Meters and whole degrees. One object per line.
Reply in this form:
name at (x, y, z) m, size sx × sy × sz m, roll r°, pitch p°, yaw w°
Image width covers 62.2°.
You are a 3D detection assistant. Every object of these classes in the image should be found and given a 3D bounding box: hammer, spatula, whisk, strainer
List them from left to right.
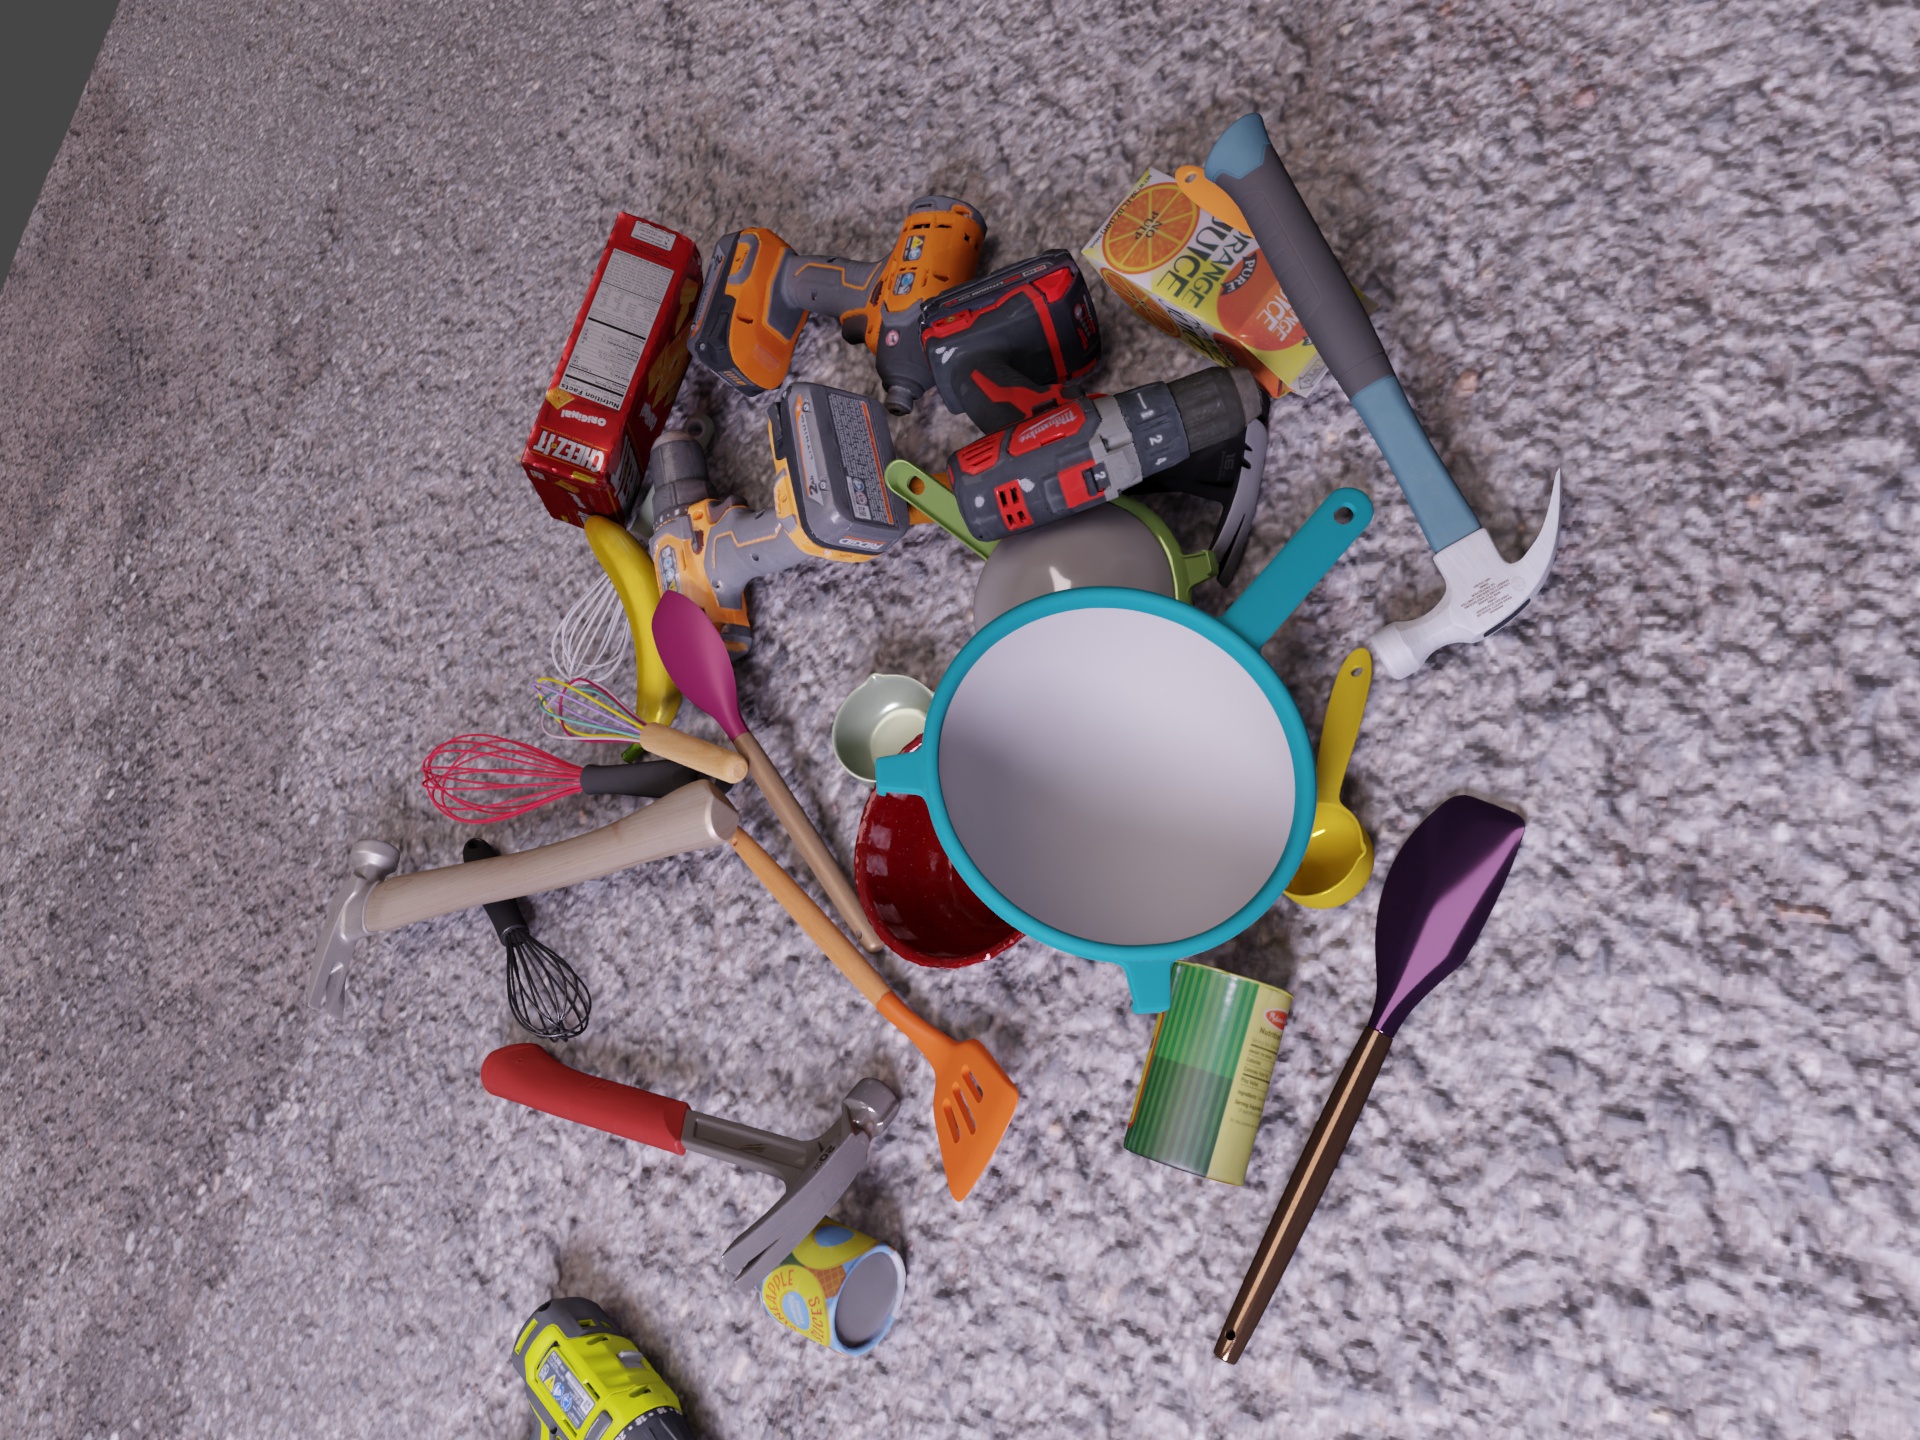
hammer at (-0.331, 0.122, 1.176) m, size 0.410 × 0.038 × 0.146 m, roll -16°, pitch 52°, yaw 31°
whisk at (-0.337, 0.161, 1.211) m, size 0.055 × 0.055 × 0.239 m, roll -51°, pitch 46°, yaw 8°
whisk at (-0.298, 0.044, 1.213) m, size 0.296 × 0.073 × 0.073 m, roll -1°, pitch 70°, yaw 26°
whisk at (-0.236, 0.009, 1.160) m, size 0.245 × 0.051 × 0.047 m, roll 17°, pitch 108°, yaw 41°
whisk at (-0.259, -0.139, 1.282) m, size 0.058 × 0.059 × 0.246 m, roll 24°, pitch 81°, yaw 4°
hammer at (-0.210, 0.267, 1.042) m, size 0.359 × 0.036 × 0.149 m, roll 1°, pitch 33°, yaw 41°
spatula at (-0.067, 0.161, 1.002) m, size 0.323 × 0.041 × 0.081 m, roll 41°, pitch 112°, yaw 36°
strainer at (0.025, -0.100, 0.989) m, size 0.257 × 0.069 × 0.151 m, roll 40°, pitch 109°, yaw 30°
hammer at (0.043, -0.148, 1.067) m, size 0.337 × 0.034 × 0.127 m, roll 1°, pitch 71°, yaw 37°
strainer at (0.120, -0.003, 0.896) m, size 0.211 × 0.095 × 0.340 m, roll 40°, pitch 67°, yaw 10°
spatula at (0.203, 0.183, 0.820) m, size 0.060 × 0.018 × 0.316 m, roll 22°, pitch 84°, yaw 41°
hammer at (0.223, -0.196, 0.890) m, size 0.128 × 0.033 × 0.331 m, roll -29°, pitch 76°, yaw 17°

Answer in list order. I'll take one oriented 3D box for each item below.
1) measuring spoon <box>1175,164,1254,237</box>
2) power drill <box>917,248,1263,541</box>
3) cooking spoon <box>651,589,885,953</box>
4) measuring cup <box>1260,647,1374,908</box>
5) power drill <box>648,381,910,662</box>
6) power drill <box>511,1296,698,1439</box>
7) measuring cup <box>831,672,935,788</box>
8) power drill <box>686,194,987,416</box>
measuring spoon at (0.165, -0.313, 0.966) m, size 0.021 × 0.011 × 0.117 m, roll -44°, pitch 51°, yaw 7°
power drill at (0.071, -0.210, 0.995) m, size 0.188 × 0.080 × 0.227 m, roll -20°, pitch 39°, yaw 4°
cooking spoon at (-0.138, 0.031, 1.094) m, size 0.319 × 0.017 × 0.068 m, roll 54°, pitch 130°, yaw 25°
measuring cup at (0.211, 0.032, 0.880) m, size 0.062 × 0.029 × 0.157 m, roll -2°, pitch 58°, yaw 39°
power drill at (-0.148, -0.161, 1.149) m, size 0.226 × 0.084 × 0.185 m, roll -28°, pitch 68°, yaw 41°
power drill at (-0.249, 0.504, 0.981) m, size 0.191 × 0.080 × 0.228 m, roll 31°, pitch 88°, yaw 41°
measuring cup at (-0.002, -0.003, 1.045) m, size 0.167 × 0.038 × 0.083 m, roll -19°, pitch 63°, yaw 10°
power drill at (-0.096, -0.304, 1.207) m, size 0.226 × 0.084 × 0.164 m, roll 4°, pitch 74°, yaw 33°
